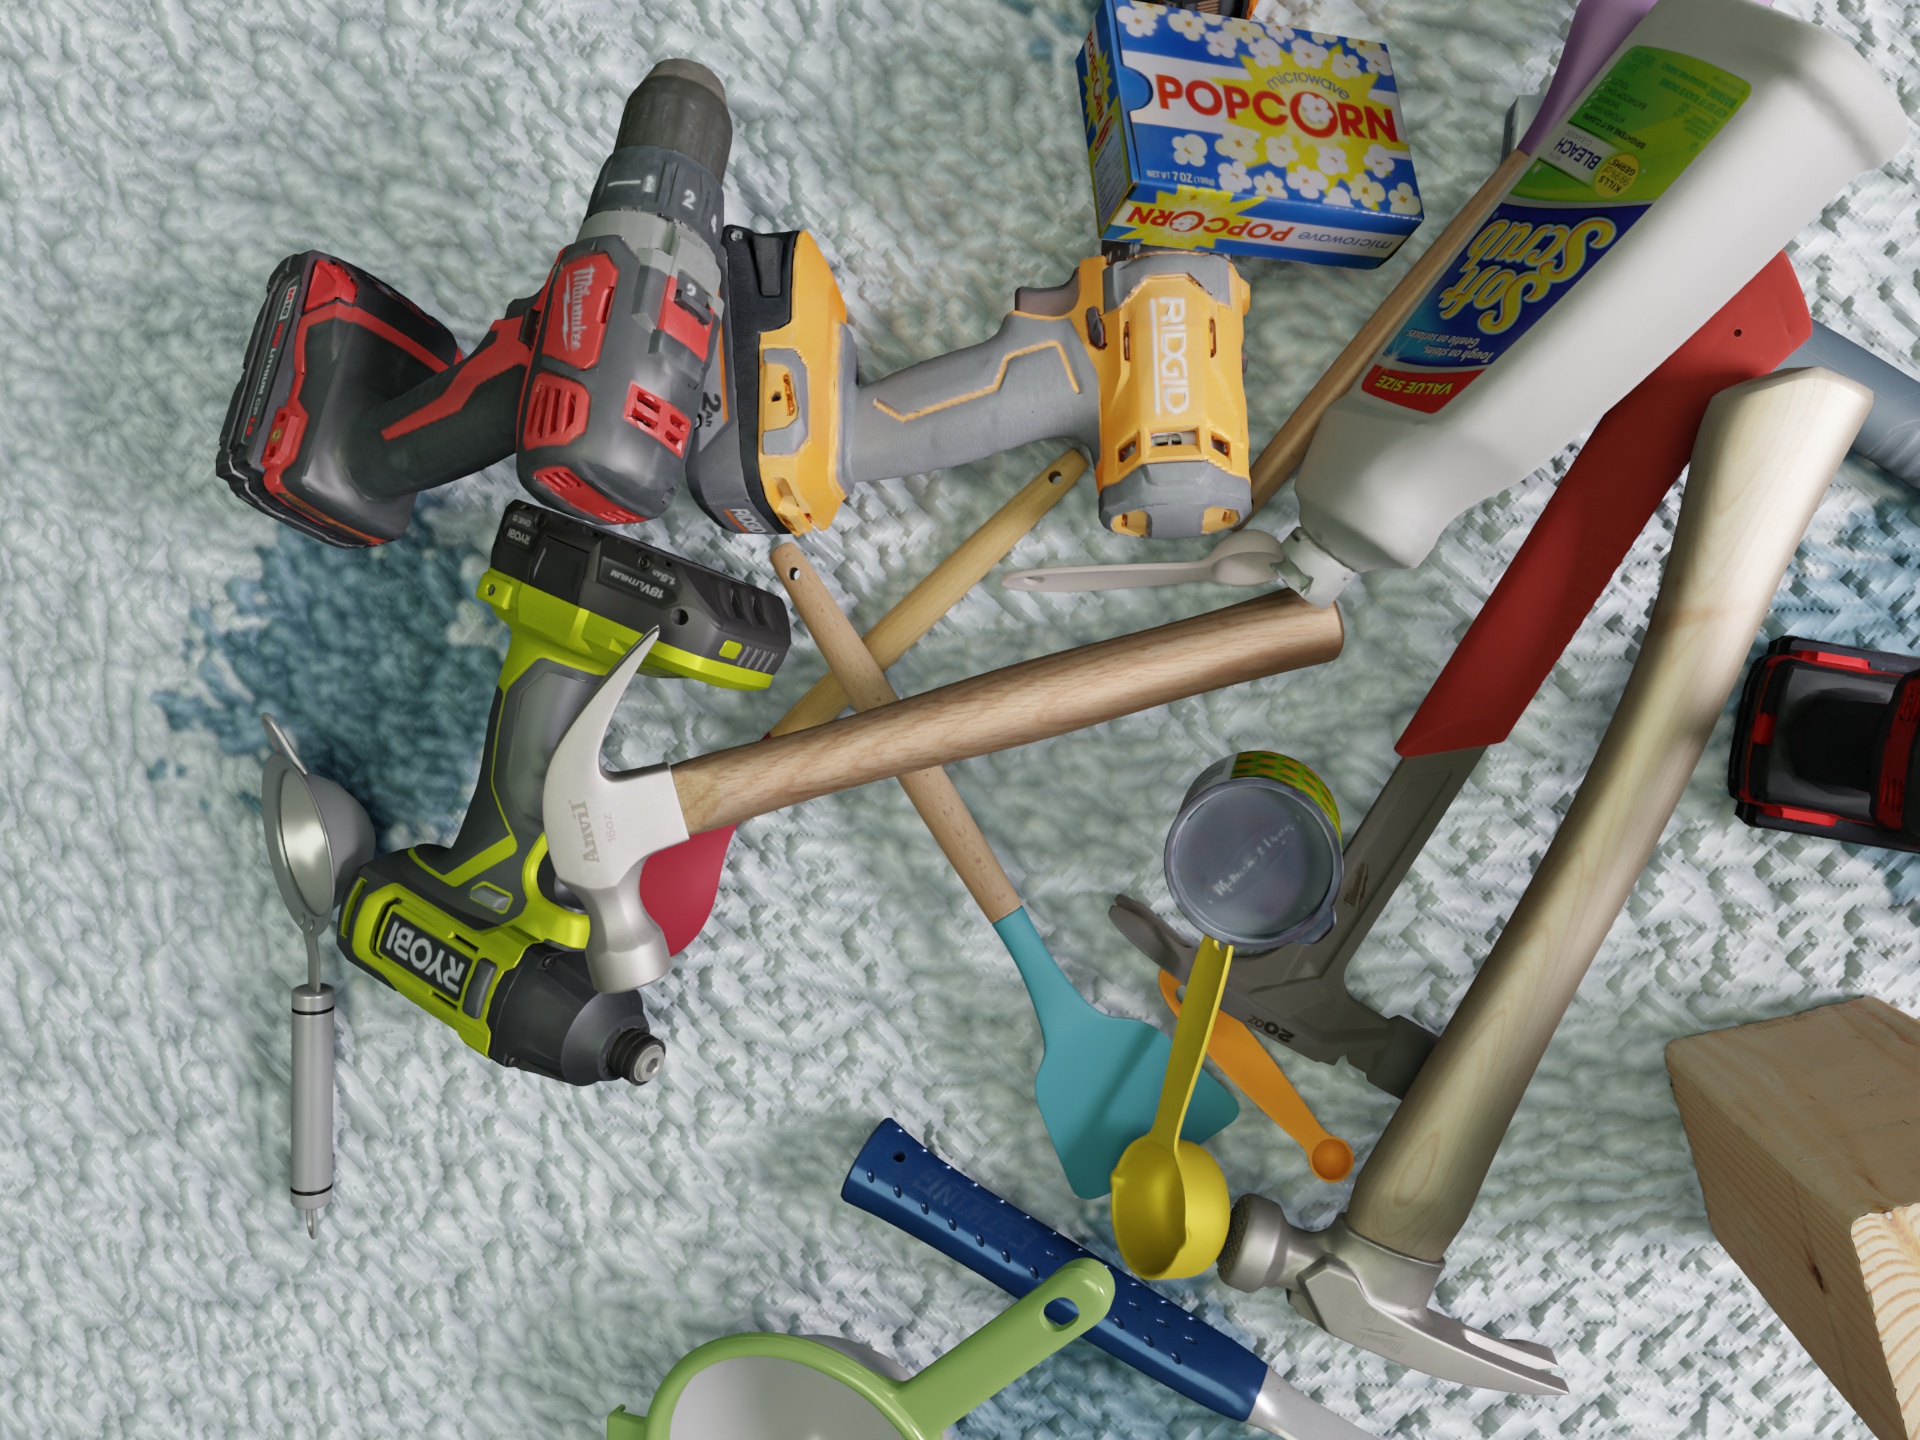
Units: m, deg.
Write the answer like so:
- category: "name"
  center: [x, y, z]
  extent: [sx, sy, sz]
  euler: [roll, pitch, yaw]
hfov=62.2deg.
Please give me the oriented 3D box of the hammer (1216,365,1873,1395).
- category: "hammer"
  center: [0.244, 0.069, 0.607]
  extent: [0.146, 0.038, 0.410]
  euler: [22, 103, 1]

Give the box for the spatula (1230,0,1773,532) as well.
- category: "spatula"
  center: [0.209, -0.198, 0.628]
  extent: [0.059, 0.018, 0.316]
  euler: [37, 109, -8]

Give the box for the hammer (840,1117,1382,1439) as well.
- category: "hammer"
  center: [0.129, 0.287, 0.653]
  extent: [0.405, 0.144, 0.035]
  euler: [27, 140, 13]

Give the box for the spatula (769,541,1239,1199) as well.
- category: "spatula"
  center: [0.006, 0.061, 0.686]
  extent: [0.082, 0.044, 0.317]
  euler: [-32, 87, 7]

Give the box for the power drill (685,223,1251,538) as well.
- category: "power drill"
  center: [0.006, -0.166, 0.660]
  extent: [0.226, 0.084, 0.185]
  euler: [-2, 81, 7]

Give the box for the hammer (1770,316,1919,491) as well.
- category: "hammer"
  center: [0.442, -0.082, 0.611]
  extent: [0.386, 0.038, 0.143]
  euler: [35, 96, 7]

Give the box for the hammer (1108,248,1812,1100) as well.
- category: "hammer"
  center: [0.206, -0.026, 0.634]
  extent: [0.149, 0.037, 0.359]
  euler: [30, 104, 7]

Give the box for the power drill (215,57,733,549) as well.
- category: "power drill"
  center: [-0.188, -0.163, 0.648]
  extent: [0.227, 0.080, 0.188]
  euler: [-3, 70, 33]

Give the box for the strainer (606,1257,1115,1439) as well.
- category: "strainer"
  center: [-0.023, 0.287, 0.673]
  extent: [0.151, 0.069, 0.256]
  euler: [48, 113, 5]

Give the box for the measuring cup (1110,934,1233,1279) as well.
- category: "measuring cup"
  center: [0.100, 0.154, 0.657]
  extent: [0.029, 0.062, 0.156]
  euler: [12, 94, -25]

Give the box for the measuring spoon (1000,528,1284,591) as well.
- category: "measuring spoon"
  center: [0.078, -0.069, 0.681]
  extent: [0.124, 0.034, 0.018]
  euler: [-3, 70, 14]

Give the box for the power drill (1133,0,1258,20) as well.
- category: "power drill"
  center: [0.178, -0.336, 0.625]
  extent: [0.226, 0.084, 0.164]
  euler: [-6, 93, 6]

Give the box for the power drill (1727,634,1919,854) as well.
- category: "power drill"
  center: [0.359, 0.018, 0.536]
  extent: [0.143, 0.219, 0.078]
  euler: [10, 94, 9]

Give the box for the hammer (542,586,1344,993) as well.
- category: "hammer"
  center: [-0.001, -0.002, 0.633]
  extent: [0.331, 0.031, 0.130]
  euler: [-16, 101, -12]

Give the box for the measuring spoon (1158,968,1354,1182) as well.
- category: "measuring spoon"
  center: [0.126, 0.152, 0.690]
  extent: [0.021, 0.011, 0.117]
  euler: [-40, 82, -9]

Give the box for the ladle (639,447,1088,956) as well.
- category: "ladle"
  center: [-0.060, -0.006, 0.707]
  extent: [0.315, 0.031, 0.069]
  euler: [-44, 81, 7]

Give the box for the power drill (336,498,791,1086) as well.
- category: "power drill"
  center: [-0.164, 0.033, 0.679]
  extent: [0.171, 0.080, 0.223]
  euler: [23, 94, 28]

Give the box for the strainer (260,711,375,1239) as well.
- category: "strainer"
  center: [-0.302, 0.122, 0.747]
  extent: [0.087, 0.050, 0.258]
  euler: [15, 104, 47]
